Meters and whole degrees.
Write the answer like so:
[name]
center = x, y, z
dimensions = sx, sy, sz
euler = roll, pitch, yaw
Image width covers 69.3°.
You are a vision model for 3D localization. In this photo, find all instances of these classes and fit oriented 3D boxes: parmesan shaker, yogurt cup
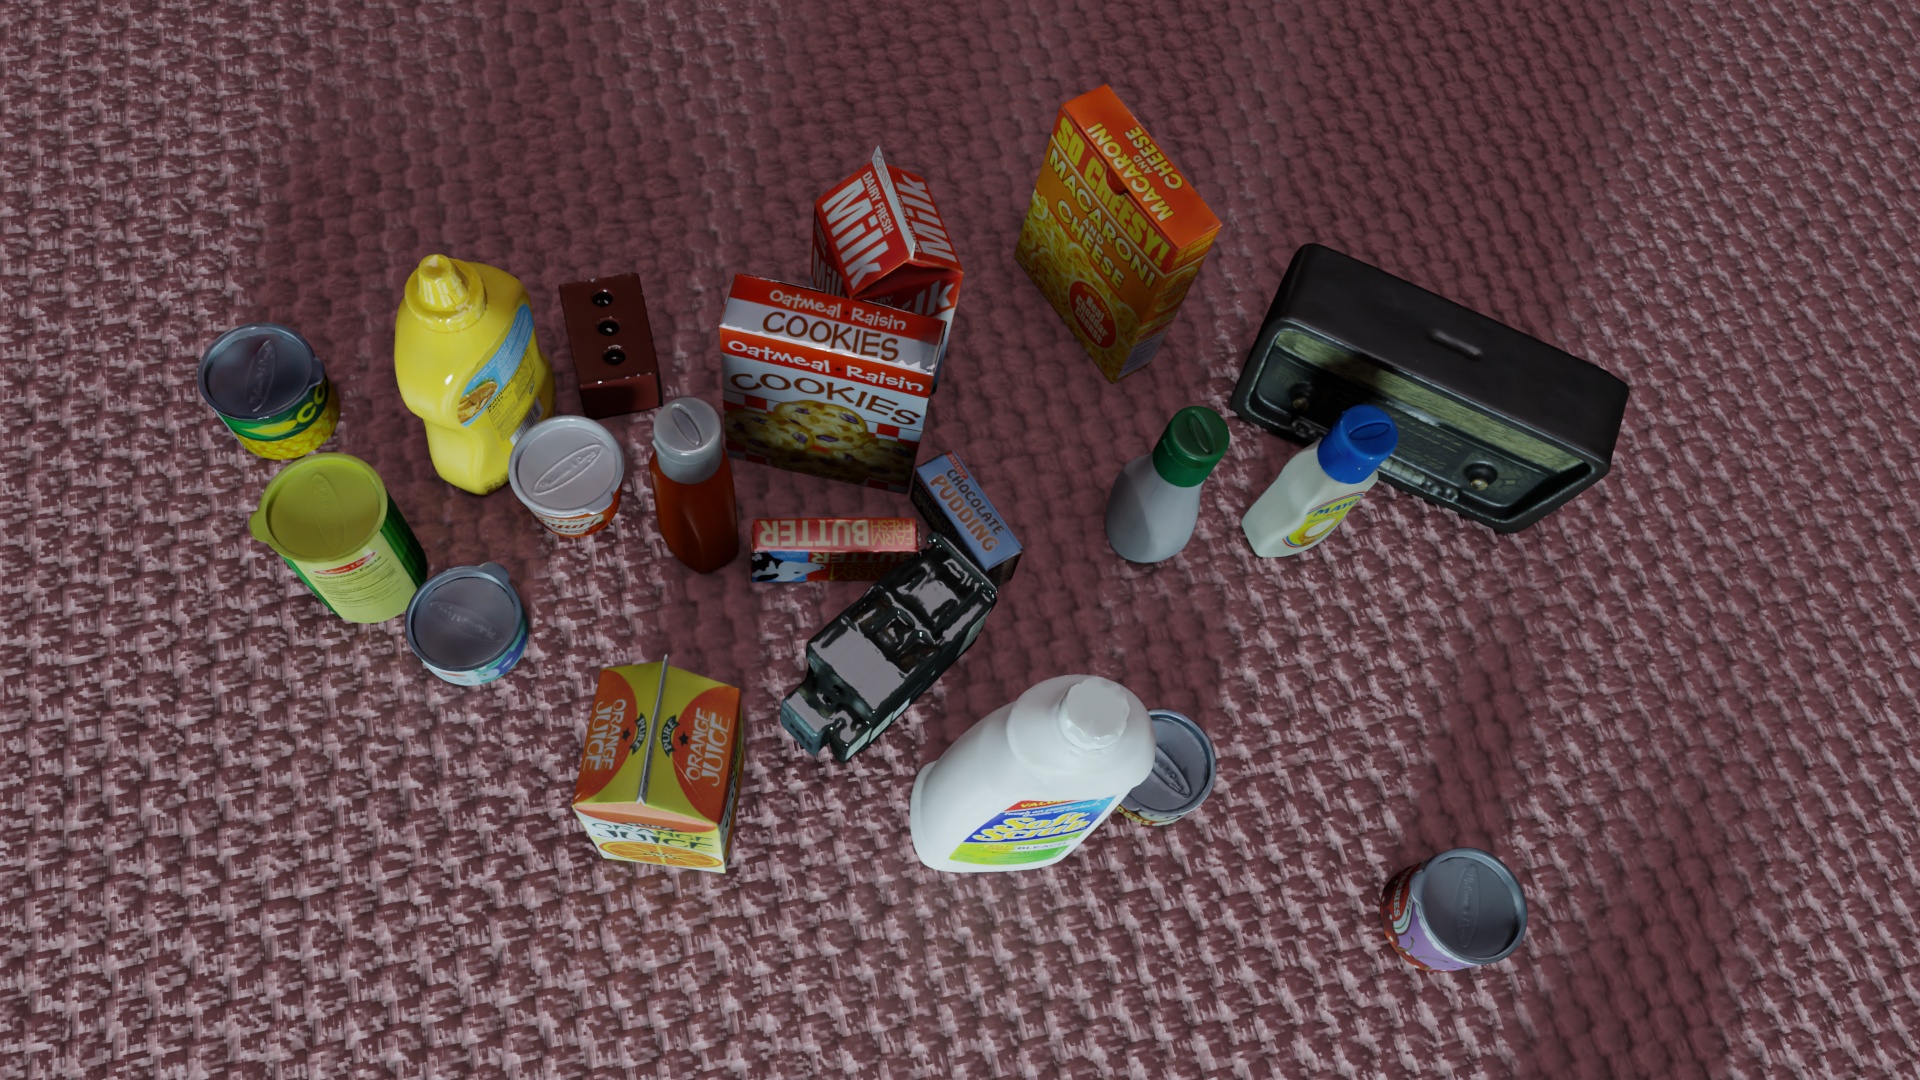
[parmesan shaker]
center = -0.355, 0.002, 0.800
dimensions = 0.071, 0.102, 0.071
euler = 3, 67, -7
[yogurt cup]
center = -0.241, -0.036, 0.860
dimensions = 0.072, 0.053, 0.072
euler = 3, 67, -7

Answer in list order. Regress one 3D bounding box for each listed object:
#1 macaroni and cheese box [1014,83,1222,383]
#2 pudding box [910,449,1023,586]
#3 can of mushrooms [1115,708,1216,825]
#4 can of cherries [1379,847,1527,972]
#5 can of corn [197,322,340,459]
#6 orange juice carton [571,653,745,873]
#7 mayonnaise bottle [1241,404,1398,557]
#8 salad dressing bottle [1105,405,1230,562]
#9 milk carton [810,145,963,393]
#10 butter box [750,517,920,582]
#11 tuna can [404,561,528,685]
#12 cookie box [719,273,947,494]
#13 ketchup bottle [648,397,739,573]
[macaroni and cheese box]
center = 0.098, -0.196, 0.915
dimensions = 0.040, 0.165, 0.124
euler = -30, 75, -18
[pudding box]
center = 0.003, -0.011, 0.887
dimensions = 0.030, 0.049, 0.084
euler = -29, 74, -18
[can of mushrooms]
center = 0.118, 0.140, 0.848
dimensions = 0.071, 0.033, 0.071
euler = 3, 67, -7
[can of cherries]
center = 0.289, 0.219, 0.826
dimensions = 0.071, 0.058, 0.072
euler = 3, 67, -7
[can of corn]
center = -0.421, -0.091, 0.854
dimensions = 0.071, 0.058, 0.071
euler = 3, 67, -7
[orange juice carton]
center = -0.155, 0.121, 0.730
dimensions = 0.073, 0.192, 0.072
euler = 9, 67, -5
[mayonnaise bottle]
center = 0.229, -0.036, 0.876
dimensions = 0.065, 0.147, 0.041
euler = -17, 71, -14
[salad dressing bottle]
center = 0.128, -0.034, 0.861
dimensions = 0.044, 0.147, 0.064
euler = -15, 71, -14
[milk carton]
center = -0.049, -0.158, 0.864
dimensions = 0.073, 0.189, 0.072
euler = -16, 71, -14
[butter box]
center = -0.079, 0.006, 0.866
dimensions = 0.103, 0.053, 0.024
euler = -1, 68, -8
[tuna can]
center = -0.292, 0.049, 0.828
dimensions = 0.071, 0.032, 0.071
euler = 3, 67, -7
[cookie box]
center = -0.080, -0.091, 0.844
dimensions = 0.123, 0.166, 0.040
euler = 12, 67, -3
[ketchup bottle]
center = -0.158, -0.034, 0.819
dimensions = 0.044, 0.148, 0.065
euler = -31, 75, -18
